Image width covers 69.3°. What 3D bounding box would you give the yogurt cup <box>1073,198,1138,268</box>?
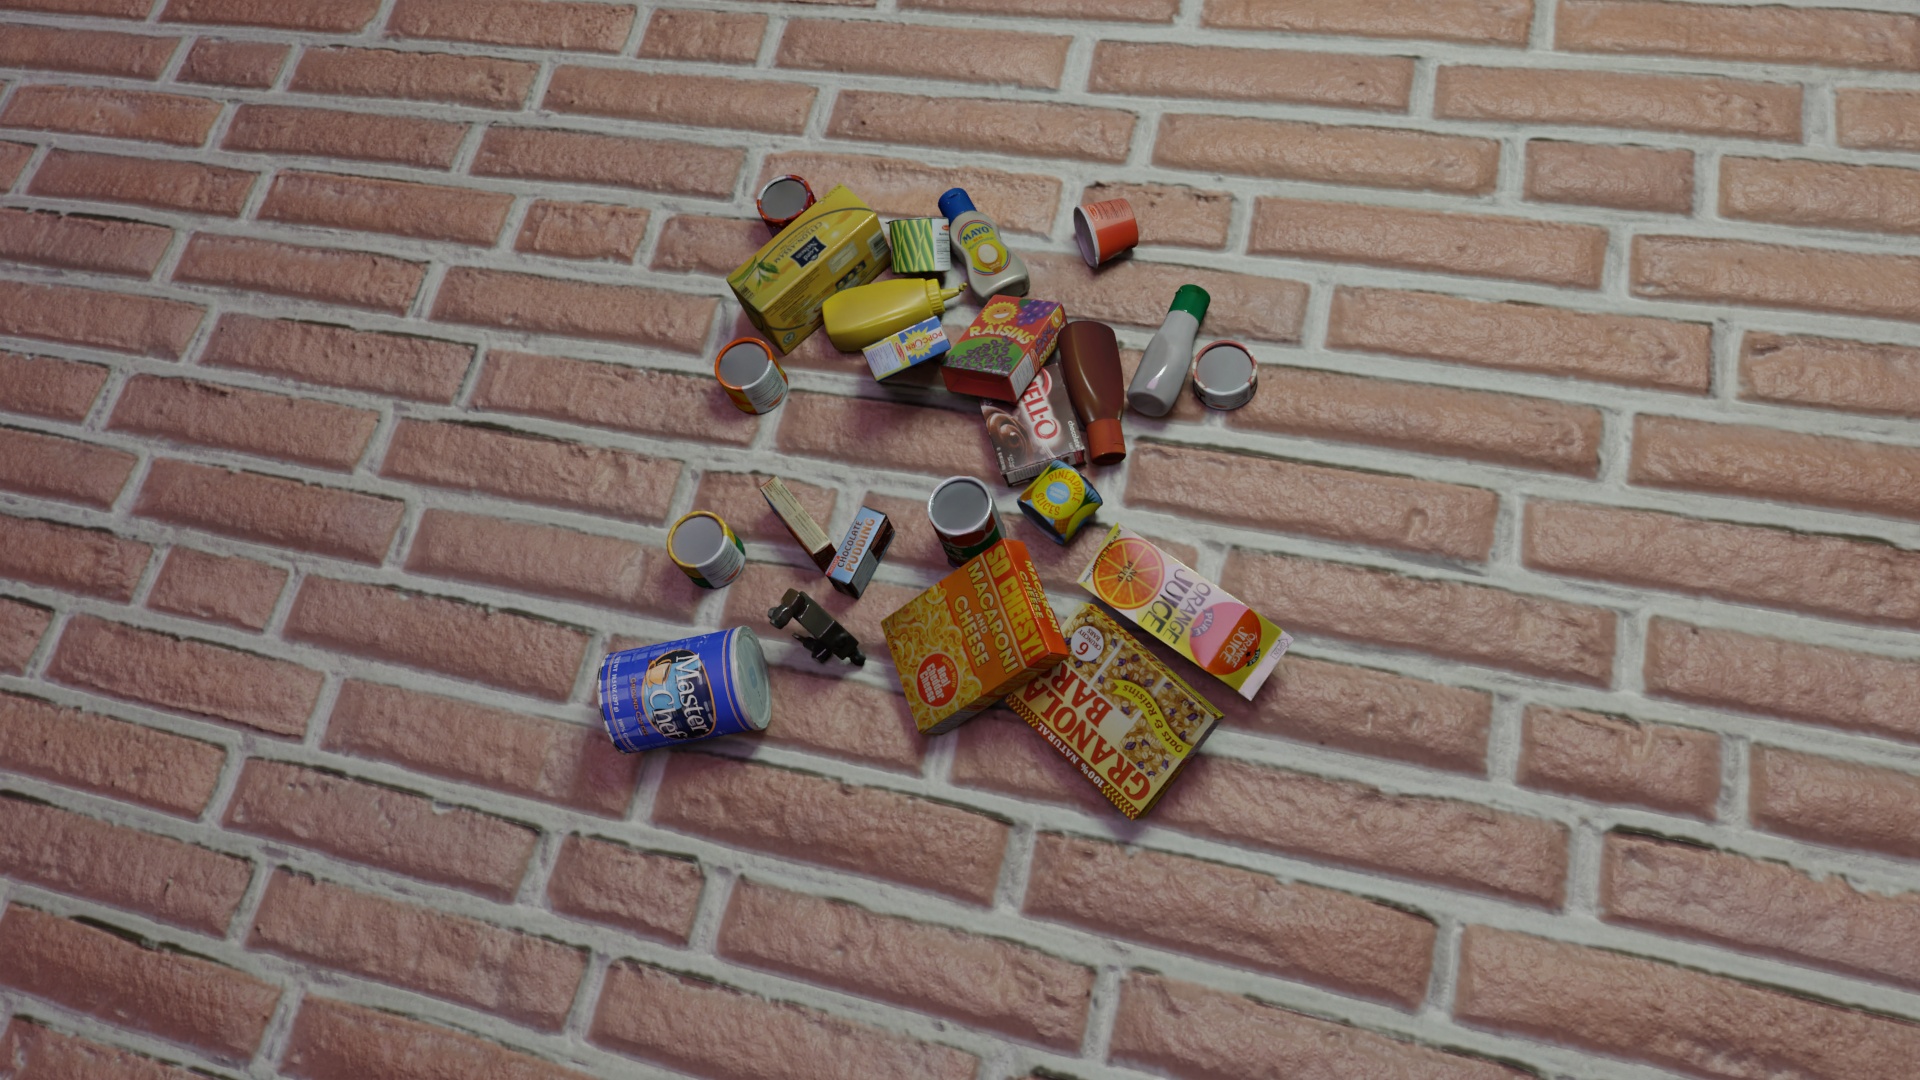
[{"bbox_3d":[0.158,-0.336,1.501,0.054,0.072,0.072,-19,64,-6],"label":"yogurt cup"}]

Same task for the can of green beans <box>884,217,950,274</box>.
[{"bbox_3d":[-0.045,-0.323,1.524,0.071,0.071,0.057,-1,99,11],"label":"can of green beans"}]

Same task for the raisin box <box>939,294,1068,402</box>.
[{"bbox_3d":[0.047,-0.202,1.451,0.086,0.040,0.124,12,52,31],"label":"raisin box"}]

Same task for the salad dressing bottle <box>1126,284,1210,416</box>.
[{"bbox_3d":[0.218,-0.198,1.433,0.044,0.064,0.148,34,65,-18],"label":"salad dressing bottle"}]

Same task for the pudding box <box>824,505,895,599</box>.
[{"bbox_3d":[-0.101,0.012,1.408,0.030,0.049,0.084,23,74,18],"label":"pudding box"}]

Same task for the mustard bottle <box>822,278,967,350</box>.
[{"bbox_3d":[-0.069,-0.254,1.518,0.160,0.048,0.065,-13,60,5],"label":"mustard bottle"}]

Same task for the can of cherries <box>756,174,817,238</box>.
[{"bbox_3d":[-0.192,-0.375,1.591,0.071,0.058,0.072,-4,66,10],"label":"can of cherries"}]

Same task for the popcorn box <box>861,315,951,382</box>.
[{"bbox_3d":[-0.057,-0.199,1.452,0.085,0.127,0.038,-24,97,0],"label":"popcorn box"}]

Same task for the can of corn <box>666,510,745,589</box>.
[{"bbox_3d":[-0.265,0.008,1.438,0.071,0.058,0.071,-4,66,10],"label":"can of corn"}]

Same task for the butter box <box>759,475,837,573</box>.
[{"bbox_3d":[-0.165,-0.015,1.432,0.024,0.053,0.104,-38,66,-9],"label":"butter box"}]

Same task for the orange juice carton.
[{"bbox_3d":[0.211,0.068,1.300,0.193,0.073,0.072,35,91,23],"label":"orange juice carton"}]

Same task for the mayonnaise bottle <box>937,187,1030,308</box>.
[{"bbox_3d":[0.020,-0.326,1.536,0.065,0.041,0.148,-26,65,-3],"label":"mayonnaise bottle"}]

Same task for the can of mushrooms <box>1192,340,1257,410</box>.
[{"bbox_3d":[0.270,-0.172,1.422,0.071,0.033,0.071,-4,66,10],"label":"can of mushrooms"}]

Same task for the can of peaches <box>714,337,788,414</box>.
[{"bbox_3d":[-0.230,-0.181,1.514,0.071,0.058,0.071,-4,67,10],"label":"can of peaches"}]

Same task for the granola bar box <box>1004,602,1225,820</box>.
[{"bbox_3d":[0.140,0.156,1.279,0.166,0.039,0.124,42,103,24],"label":"granola bar box"}]

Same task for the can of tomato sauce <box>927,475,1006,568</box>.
[{"bbox_3d":[0.005,-0.017,1.381,0.071,0.083,0.071,-4,66,10],"label":"can of tomato sauce"}]

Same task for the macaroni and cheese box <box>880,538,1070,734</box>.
[{"bbox_3d":[0.012,0.092,1.313,0.166,0.040,0.124,-35,63,28],"label":"macaroni and cheese box"}]

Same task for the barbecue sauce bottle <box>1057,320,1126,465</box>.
[{"bbox_3d":[0.141,-0.151,1.428,0.065,0.043,0.149,5,66,-33],"label":"barbecue sauce bottle"}]

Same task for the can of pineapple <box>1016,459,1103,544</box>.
[{"bbox_3d":[0.098,-0.039,1.378,0.071,0.070,0.058,40,80,24],"label":"can of pineapple"}]
